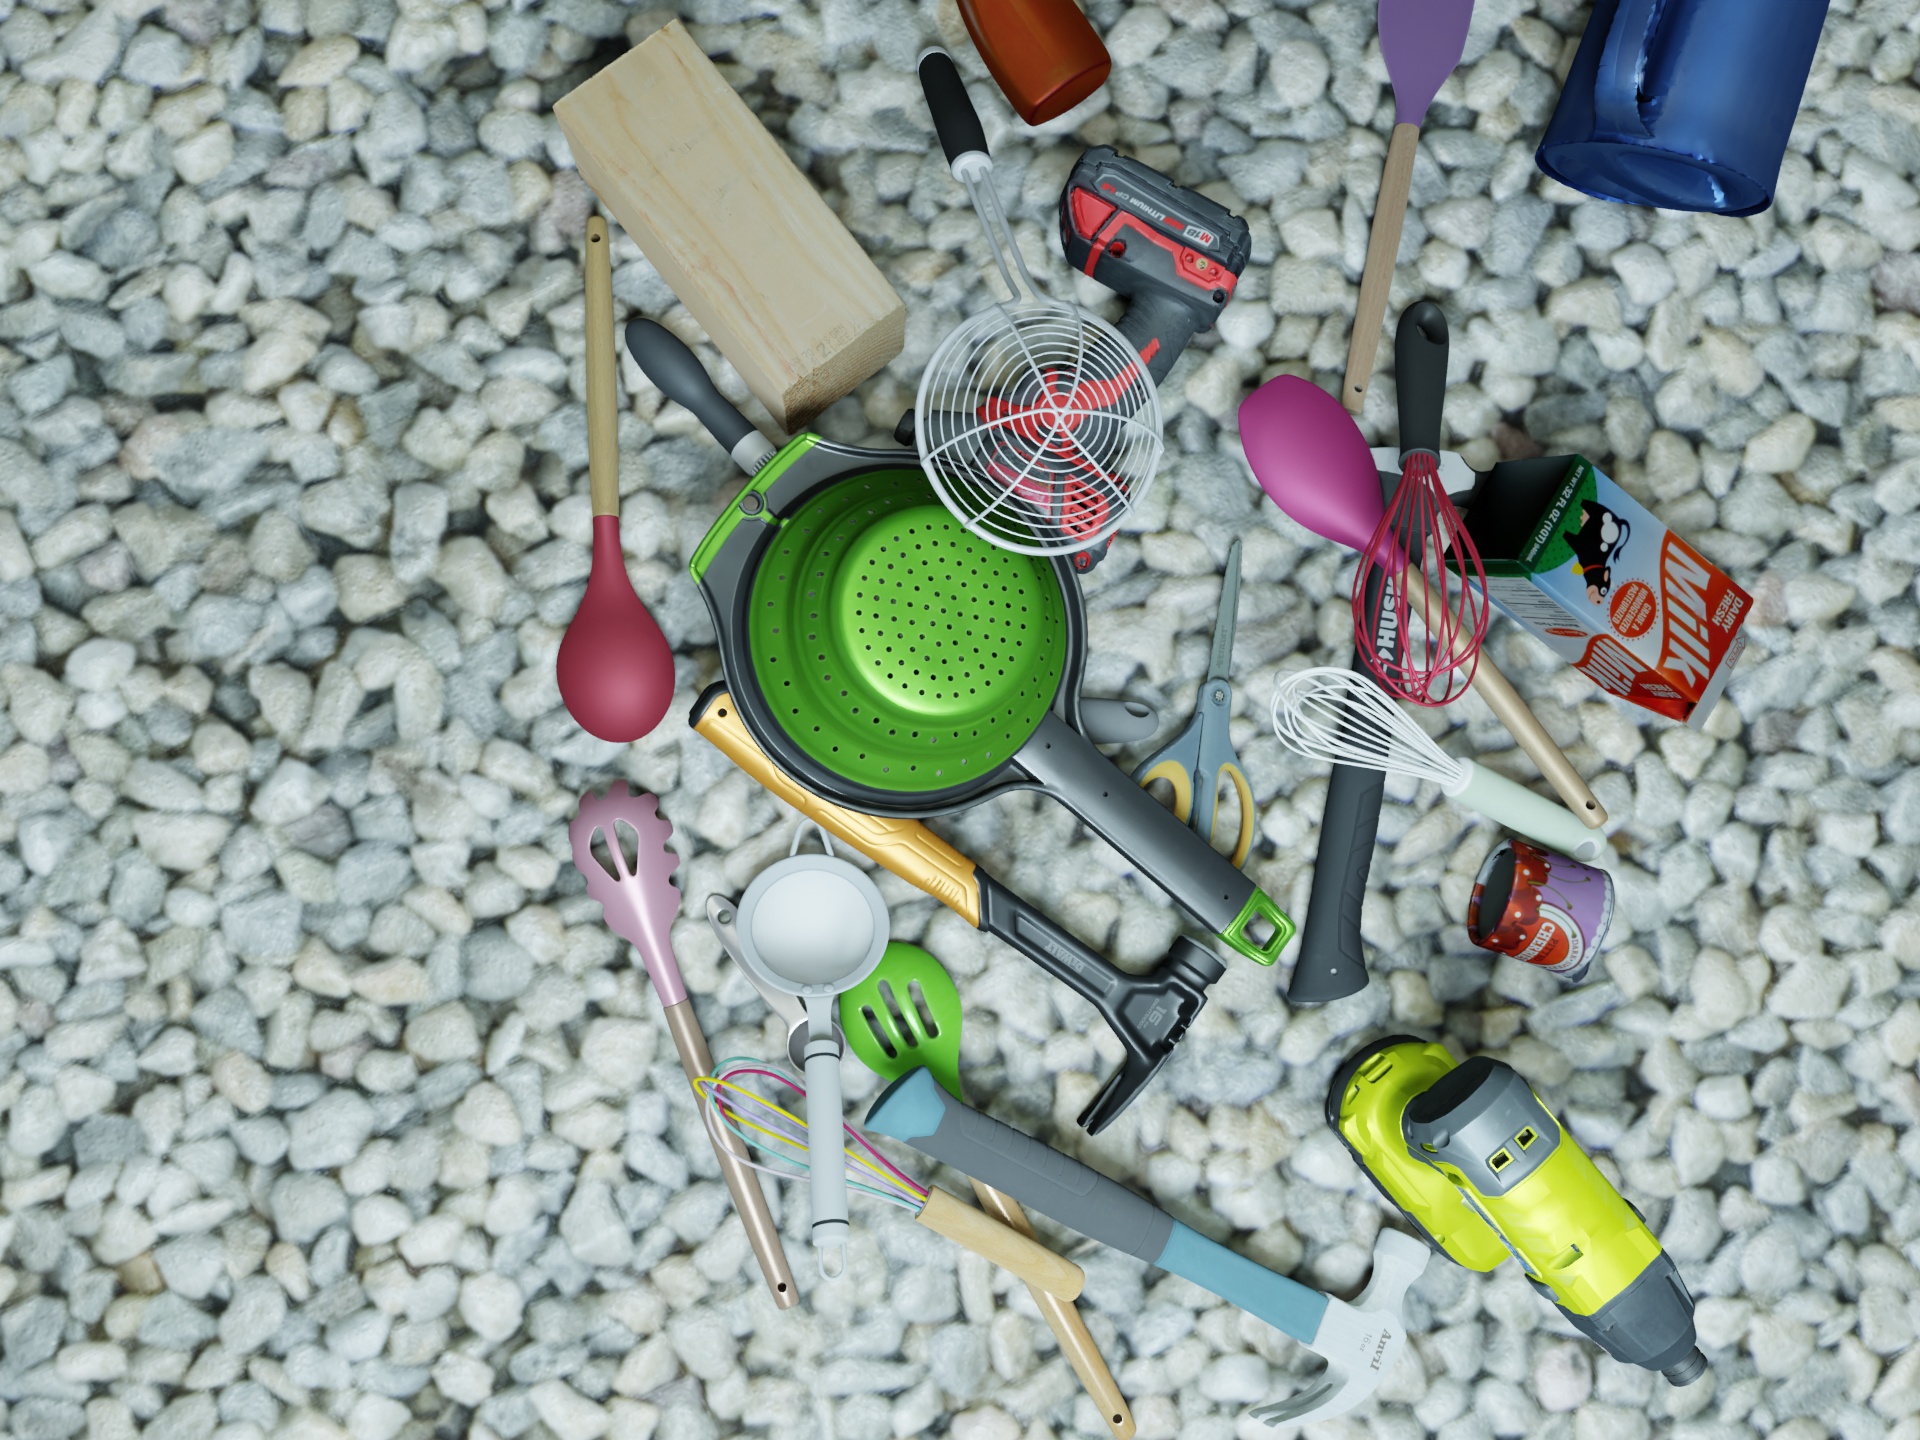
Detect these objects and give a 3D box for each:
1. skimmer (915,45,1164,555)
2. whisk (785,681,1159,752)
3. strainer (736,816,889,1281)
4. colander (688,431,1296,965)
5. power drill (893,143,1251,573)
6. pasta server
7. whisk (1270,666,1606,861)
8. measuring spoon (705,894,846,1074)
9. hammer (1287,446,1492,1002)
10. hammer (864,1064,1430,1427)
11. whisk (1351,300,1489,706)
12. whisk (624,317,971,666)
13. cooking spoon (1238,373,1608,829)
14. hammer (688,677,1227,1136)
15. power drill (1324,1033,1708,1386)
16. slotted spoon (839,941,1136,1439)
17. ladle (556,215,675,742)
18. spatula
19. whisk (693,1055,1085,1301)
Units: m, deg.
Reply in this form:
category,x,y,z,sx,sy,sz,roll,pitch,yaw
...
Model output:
category,x,y,z,sx,sy,sz,roll,pitch,yaw
skimmer,0.015,-0.246,0.875,0.127,0.090,0.364,-6,50,-11
whisk,-0.002,-0.003,0.926,0.239,0.055,0.055,2,85,-7
strainer,-0.078,0.176,0.869,0.087,0.050,0.259,-1,55,-9
colander,0.042,0.001,0.843,0.397,0.094,0.204,40,78,-8
power drill,0.065,-0.210,0.930,0.143,0.078,0.219,28,88,1
pasta server,-0.153,0.186,0.914,0.060,0.040,0.316,-21,90,-4
whisk,0.275,0.028,0.901,0.246,0.059,0.057,25,121,-21
measuring spoon,-0.109,0.152,0.925,0.034,0.018,0.124,-37,81,-2
hammer,0.234,0.001,0.937,0.146,0.035,0.335,11,85,-2
hammer,0.100,0.279,0.877,0.331,0.033,0.128,29,73,-8
whisk,0.257,-0.129,0.891,0.073,0.073,0.296,12,57,-1
whisk,-0.099,-0.133,0.929,0.070,0.070,0.285,-43,83,-5
cooking spoon,0.270,-0.067,0.917,0.069,0.017,0.319,-37,88,-6
hammer,-0.014,0.093,0.893,0.336,0.034,0.127,37,85,-9
power drill,0.281,0.245,0.823,0.080,0.223,0.171,-40,88,-4
slotted spoon,0.021,0.271,0.912,0.070,0.031,0.314,-29,88,1
ladle,-0.208,-0.145,0.938,0.069,0.031,0.315,-3,84,-2
spatula,0.266,-0.339,0.973,0.059,0.018,0.316,12,84,-3
whisk,-0.040,0.256,0.884,0.245,0.051,0.047,30,119,-4
